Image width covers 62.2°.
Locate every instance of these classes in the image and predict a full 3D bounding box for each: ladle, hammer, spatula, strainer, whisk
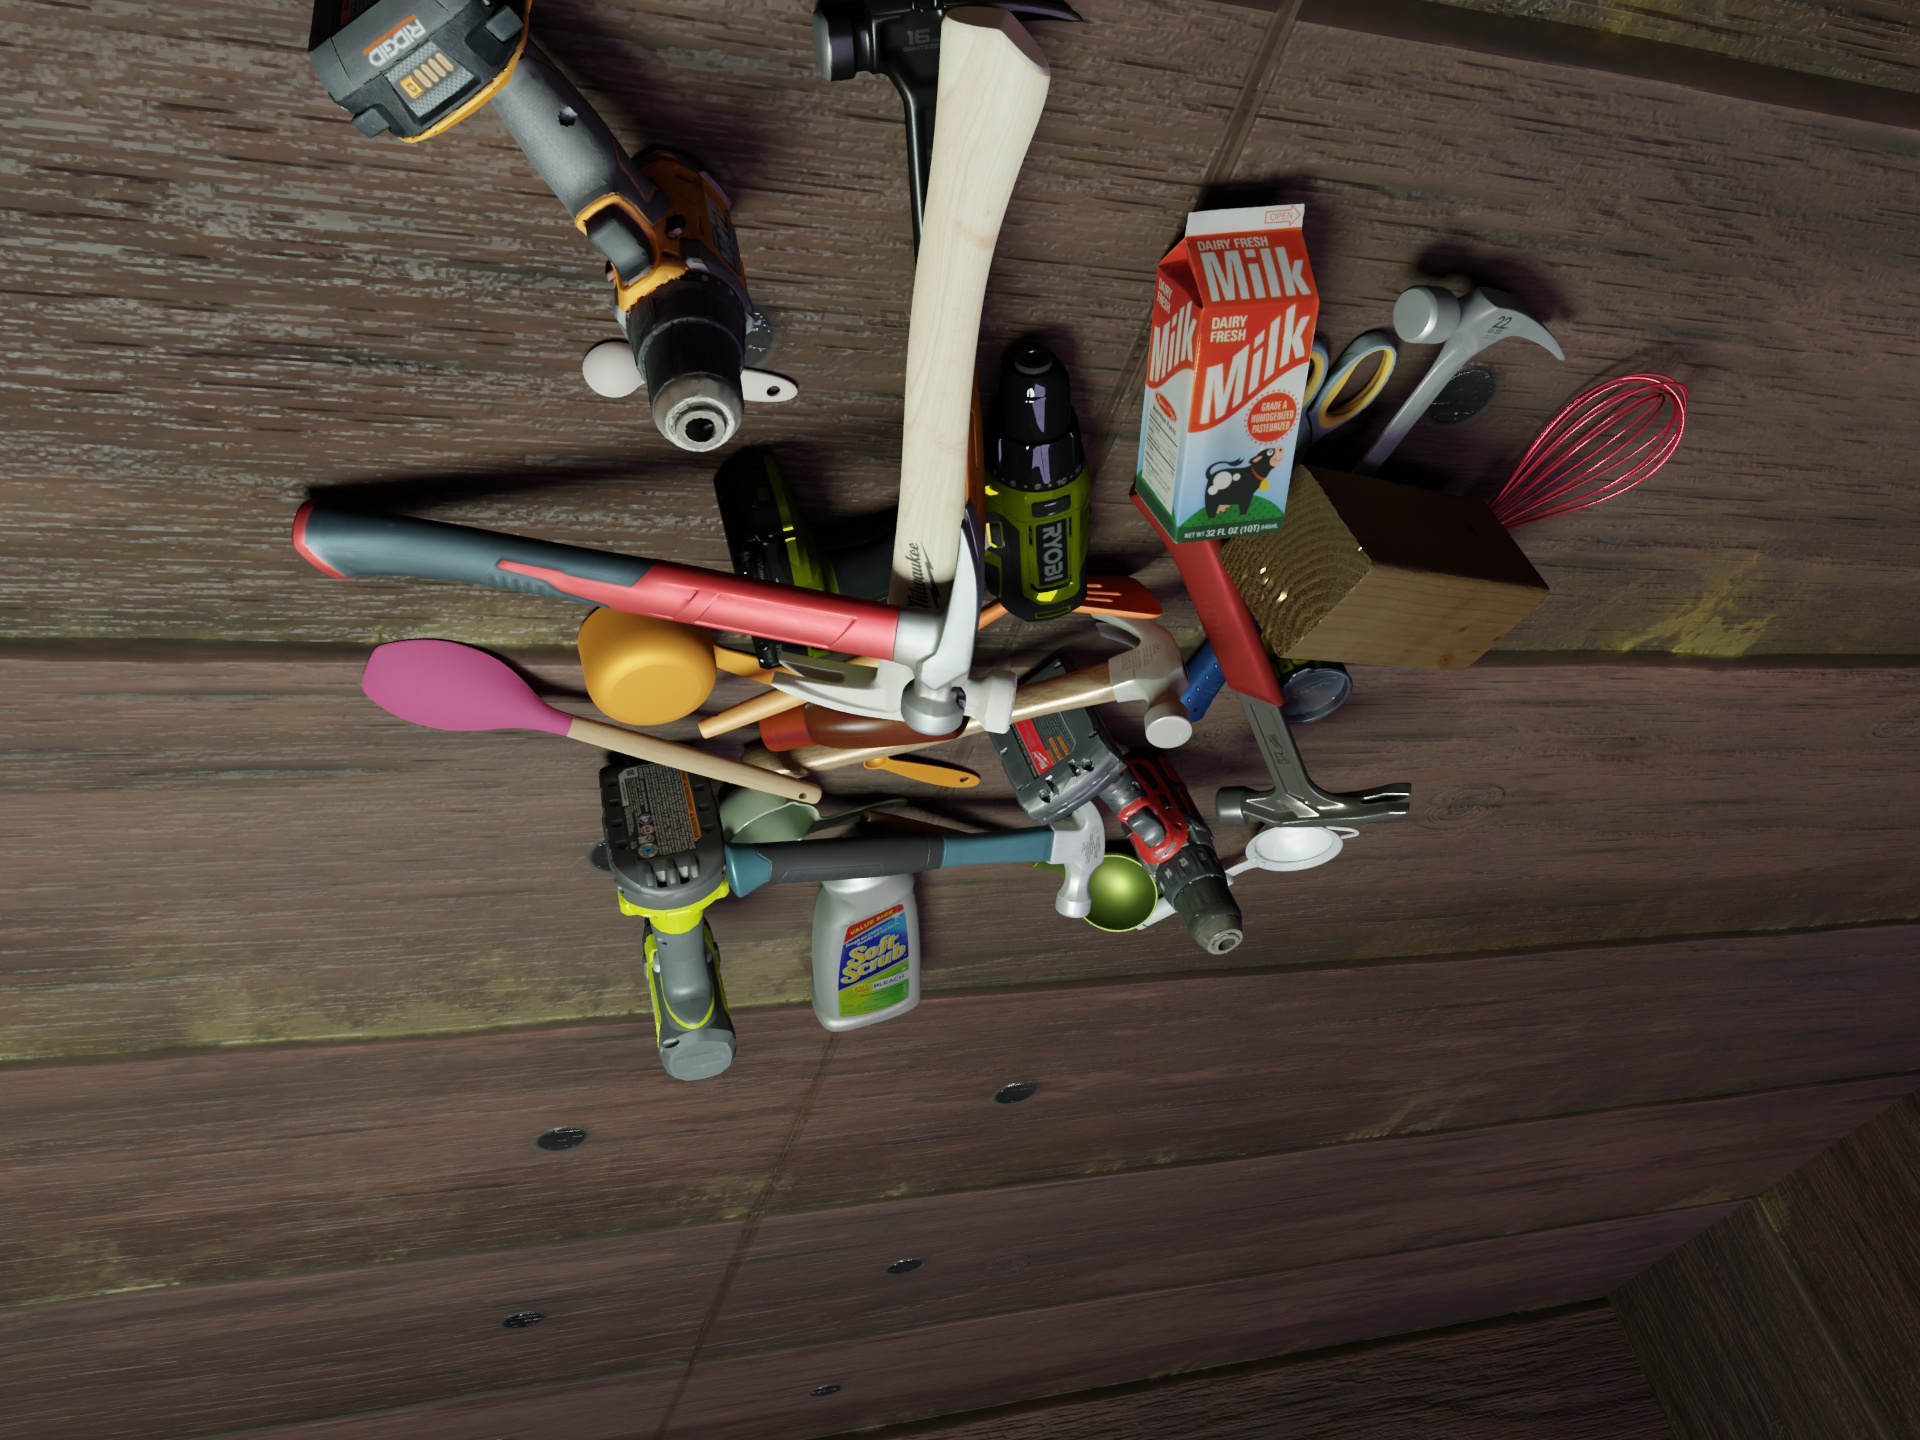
[{"bbox_3d":[0.046,0.120,1.334,0.320,0.062,0.078,18,122,-40],"label":"ladle"},{"bbox_3d":[-0.001,-0.211,0.851,0.127,0.034,0.336,-10,129,-9],"label":"hammer"},{"bbox_3d":[-0.021,-0.160,0.837,0.146,0.038,0.410,9,131,2],"label":"hammer"},{"bbox_3d":[-0.023,-0.044,1.086,0.322,0.081,0.041,-21,116,-1],"label":"spatula"},{"bbox_3d":[-0.002,-0.004,1.136,0.331,0.130,0.031,-13,134,14],"label":"hammer"},{"bbox_3d":[0.249,0.138,1.466,0.258,0.050,0.086,-32,136,28],"label":"strainer"},{"bbox_3d":[0.209,-0.046,1.131,0.149,0.037,0.358,-6,135,26],"label":"hammer"},{"bbox_3d":[-0.180,-0.088,0.882,0.386,0.038,0.143,11,130,2],"label":"hammer"},{"bbox_3d":[0.255,-0.134,1.105,0.144,0.035,0.405,-6,146,-32],"label":"hammer"},{"bbox_3d":[-0.030,0.105,1.247,0.331,0.033,0.128,-2,111,-28],"label":"hammer"},{"bbox_3d":[0.387,-0.146,1.140,0.073,0.073,0.295,18,137,-38],"label":"whisk"}]

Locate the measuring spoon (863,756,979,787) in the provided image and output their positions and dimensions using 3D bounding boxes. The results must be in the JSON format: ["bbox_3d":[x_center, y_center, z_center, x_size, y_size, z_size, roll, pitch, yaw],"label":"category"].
[{"bbox_3d":[-0.030,0.037,1.249,0.116,0.011,0.021,14,134,-40],"label":"measuring spoon"}]

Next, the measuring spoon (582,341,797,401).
[{"bbox_3d":[-0.150,-0.189,0.897,0.124,0.018,0.034,2,139,-25],"label":"measuring spoon"}]

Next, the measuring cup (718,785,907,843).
[{"bbox_3d":[-0.115,0.066,1.238,0.167,0.038,0.083,-10,148,-39],"label":"measuring cup"}]

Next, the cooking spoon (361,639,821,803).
[{"bbox_3d":[-0.240,0.010,1.078,0.318,0.017,0.068,17,119,-24],"label":"cooking spoon"}]

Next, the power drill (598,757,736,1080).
[{"bbox_3d":[-0.214,0.136,1.184,0.080,0.171,0.223,-10,135,-13],"label":"power drill"}]

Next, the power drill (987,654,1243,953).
[{"bbox_3d":[0.128,0.071,1.209,0.080,0.188,0.226,-37,136,15],"label":"power drill"}]

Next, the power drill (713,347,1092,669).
[{"bbox_3d":[-0.029,-0.127,0.980,0.228,0.080,0.190,-14,139,-8],"label":"power drill"}]

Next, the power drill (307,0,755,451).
[{"bbox_3d":[-0.171,-0.234,0.695,0.084,0.186,0.226,-28,139,16],"label":"power drill"}]

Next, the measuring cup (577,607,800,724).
[{"bbox_3d":[-0.171,-0.028,1.069,0.173,0.052,0.095,16,133,-36],"label":"measuring cup"}]
